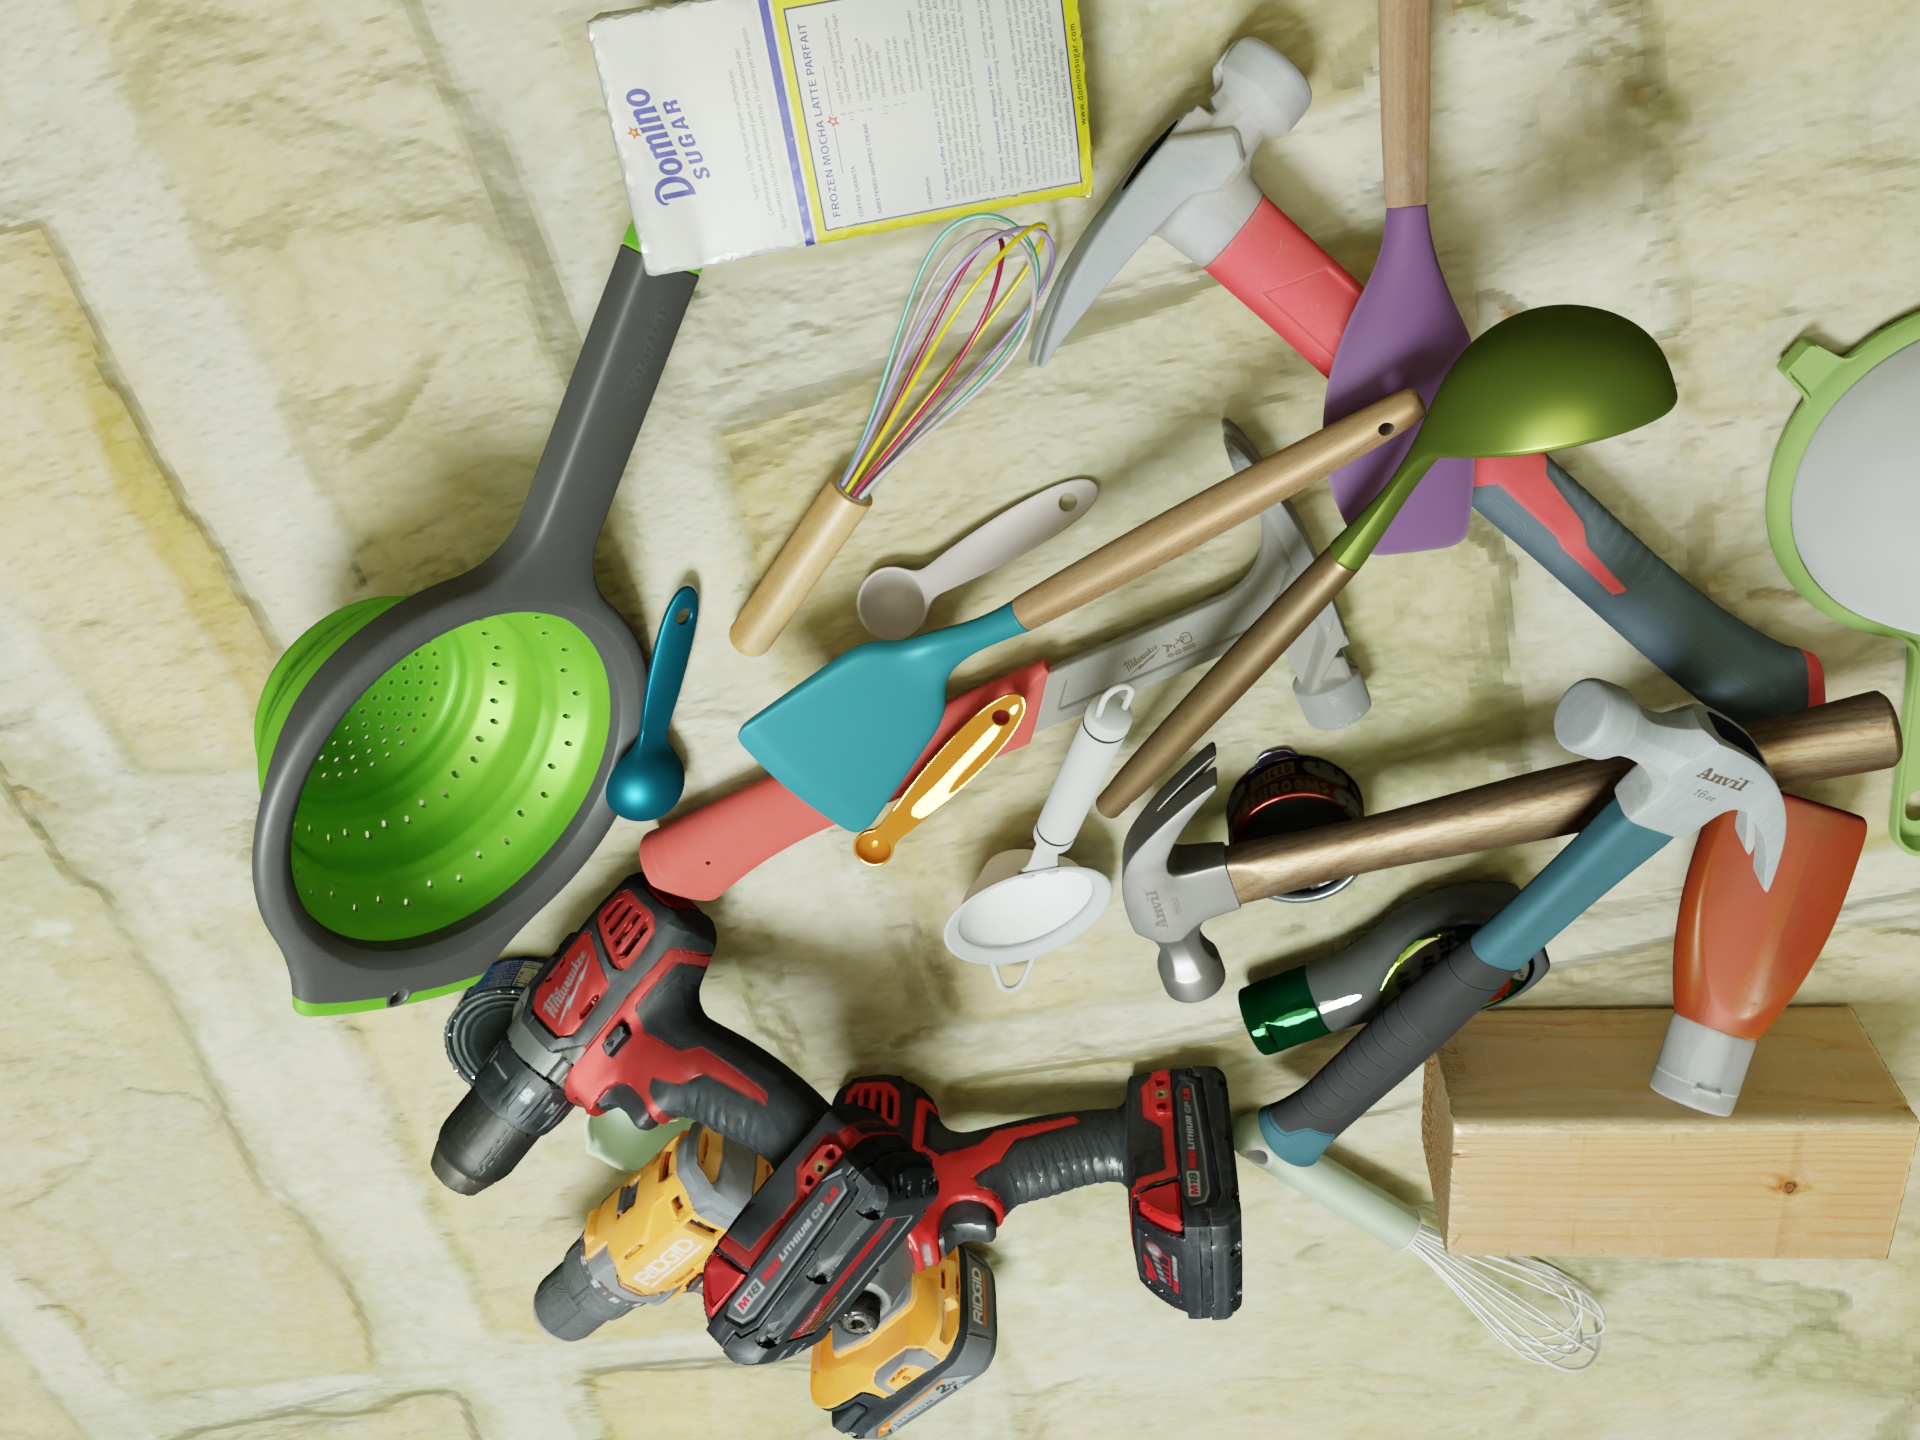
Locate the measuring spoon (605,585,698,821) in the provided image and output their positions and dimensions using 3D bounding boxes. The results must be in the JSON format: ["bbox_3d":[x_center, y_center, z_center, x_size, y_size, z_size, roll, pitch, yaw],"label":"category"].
[{"bbox_3d":[-0.139,-0.003,0.758,0.021,0.042,0.128,37,122,34],"label":"measuring spoon"}]

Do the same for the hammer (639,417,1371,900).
[{"bbox_3d":[-0.001,-0.002,0.747,0.359,0.037,0.149,-23,114,18],"label":"hammer"}]

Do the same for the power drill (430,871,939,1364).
[{"bbox_3d":[-0.145,0.209,0.781,0.227,0.080,0.188,39,91,23],"label":"power drill"}]

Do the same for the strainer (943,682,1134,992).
[{"bbox_3d":[0.042,0.053,0.730,0.087,0.050,0.258,-8,150,-16],"label":"strainer"}]

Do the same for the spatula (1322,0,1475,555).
[{"bbox_3d":[0.160,-0.214,0.579,0.060,0.018,0.315,-6,110,0],"label":"spatula"}]

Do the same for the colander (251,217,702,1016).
[{"bbox_3d":[-0.215,-0.062,0.705,0.095,0.204,0.397,32,106,27],"label":"colander"}]

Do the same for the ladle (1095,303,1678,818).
[{"bbox_3d":[0.144,-0.039,0.624,0.062,0.078,0.320,47,136,9],"label":"ladle"}]

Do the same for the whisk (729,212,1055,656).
[{"bbox_3d":[-0.038,-0.115,0.682,0.051,0.047,0.245,27,124,-19],"label":"whisk"}]

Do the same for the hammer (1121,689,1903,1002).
[{"bbox_3d":[0.231,0.041,0.700,0.331,0.031,0.129,-15,125,15],"label":"hammer"}]

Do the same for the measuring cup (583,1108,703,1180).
[{"bbox_3d":[-0.152,0.248,0.912,0.083,0.038,0.167,-18,127,13],"label":"measuring cup"}]

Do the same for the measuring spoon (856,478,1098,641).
[{"bbox_3d":[0.009,-0.074,0.719,0.124,0.018,0.034,-29,85,14],"label":"measuring spoon"}]

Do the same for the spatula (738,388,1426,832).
[{"bbox_3d":[0.047,-0.046,0.655,0.317,0.044,0.082,-28,125,31],"label":"spatula"}]

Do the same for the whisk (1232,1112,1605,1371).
[{"bbox_3d":[0.253,0.284,0.876,0.246,0.059,0.057,32,135,-6],"label":"whisk"}]

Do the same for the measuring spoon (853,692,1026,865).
[{"bbox_3d":[-0.010,0.027,0.740,0.021,0.011,0.117,38,112,-13],"label":"measuring spoon"}]

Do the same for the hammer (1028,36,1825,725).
[{"bbox_3d":[0.210,-0.091,0.654,0.386,0.038,0.143,36,99,-16],"label":"hammer"}]

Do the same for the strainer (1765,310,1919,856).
[{"bbox_3d":[0.418,-0.042,0.655,0.151,0.069,0.256,-5,117,10],"label":"strainer"}]

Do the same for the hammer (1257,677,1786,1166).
[{"bbox_3d":[0.232,0.112,0.719,0.128,0.033,0.330,16,133,-17],"label":"hammer"}]

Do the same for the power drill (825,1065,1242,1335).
[{"bbox_3d":[0.032,0.250,0.827,0.219,0.143,0.078,-3,125,6],"label":"power drill"}]

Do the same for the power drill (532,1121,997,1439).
[{"bbox_3d":[-0.115,0.329,0.906,0.226,0.084,0.185,34,119,-23],"label":"power drill"}]
